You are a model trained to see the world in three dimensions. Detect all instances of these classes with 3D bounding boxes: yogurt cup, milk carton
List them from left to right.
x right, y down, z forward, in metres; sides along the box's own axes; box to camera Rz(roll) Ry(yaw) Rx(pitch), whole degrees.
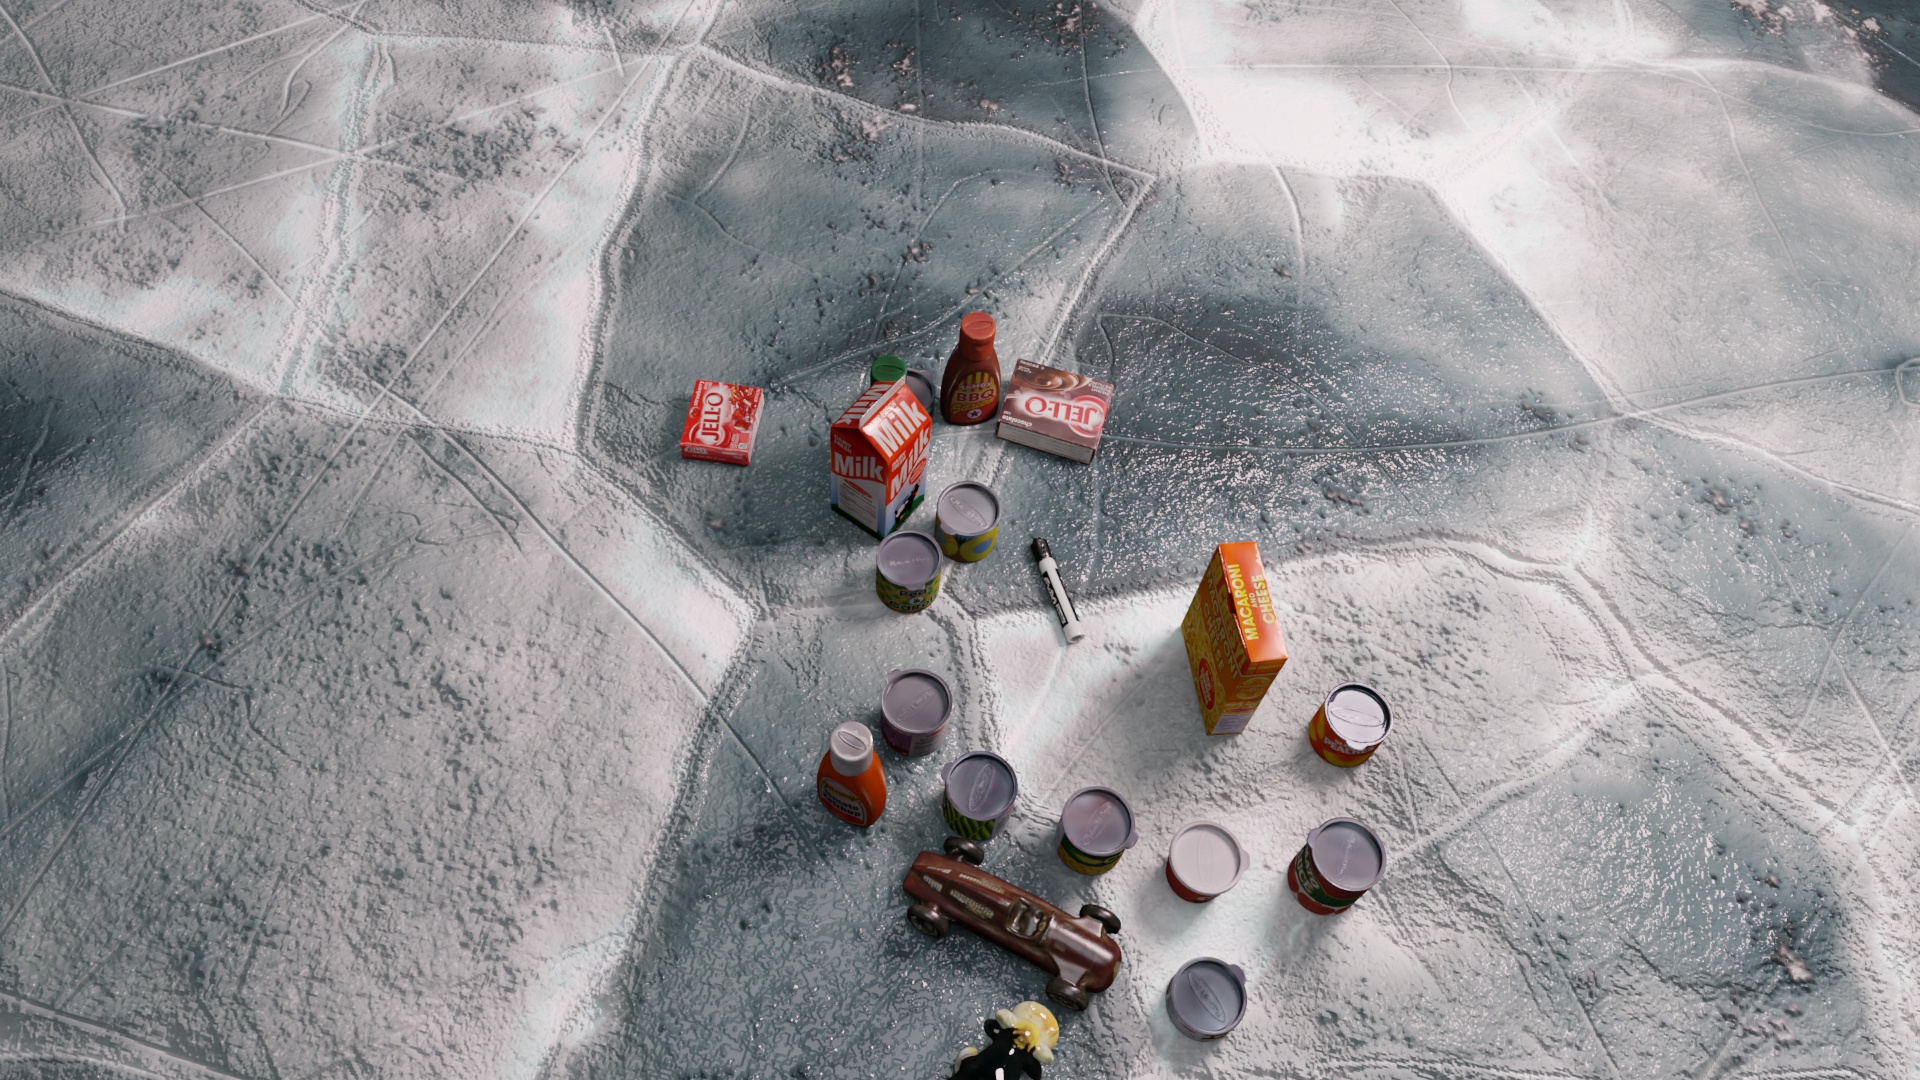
[{"bbox_3d":[-0.080,-0.086,1.379,0.073,0.189,0.072,33,62,15],"label":"milk carton"},{"bbox_3d":[0.217,0.293,1.253,0.072,0.053,0.073,2,59,-3],"label":"yogurt cup"}]

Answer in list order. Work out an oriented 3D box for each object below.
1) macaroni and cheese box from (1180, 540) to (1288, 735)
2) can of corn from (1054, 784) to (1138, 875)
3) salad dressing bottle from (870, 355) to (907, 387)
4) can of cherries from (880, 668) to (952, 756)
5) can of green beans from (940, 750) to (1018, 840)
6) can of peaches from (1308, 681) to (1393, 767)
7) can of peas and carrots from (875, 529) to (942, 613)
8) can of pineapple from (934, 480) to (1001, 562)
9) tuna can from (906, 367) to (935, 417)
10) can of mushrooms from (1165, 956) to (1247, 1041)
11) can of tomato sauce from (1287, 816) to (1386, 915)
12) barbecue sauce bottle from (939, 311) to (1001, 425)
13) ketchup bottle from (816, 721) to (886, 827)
[{"bbox_3d":[0.254,0.095,1.310,0.040,0.165,0.124,-5,60,-7],"label":"macaroni and cheese box"},{"bbox_3d":[0.123,0.265,1.260,0.071,0.058,0.071,2,59,-3],"label":"can of corn"},{"bbox_3d":[-0.076,-0.132,1.432,0.064,0.147,0.044,7,59,0],"label":"salad dressing bottle"},{"bbox_3d":[-0.043,0.161,1.309,0.071,0.058,0.072,2,59,-3],"label":"can of cherries"},{"bbox_3d":[0.017,0.234,1.270,0.071,0.057,0.071,2,59,-3],"label":"can of green beans"},{"bbox_3d":[0.373,0.179,1.331,0.071,0.057,0.071,2,59,-3],"label":"can of peaches"},{"bbox_3d":[-0.051,0.033,1.386,0.071,0.058,0.071,2,59,-3],"label":"can of peas and carrots"},{"bbox_3d":[0.005,-0.018,1.422,0.071,0.057,0.071,2,59,-3],"label":"can of pineapple"},{"bbox_3d":[-0.059,-0.154,1.514,0.071,0.032,0.071,2,59,-3],"label":"tuna can"},{"bbox_3d":[0.214,0.396,1.202,0.071,0.033,0.071,2,59,-3],"label":"can of mushrooms"},{"bbox_3d":[0.334,0.293,1.245,0.071,0.082,0.071,2,59,-3],"label":"can of tomato sauce"},{"bbox_3d":[0.013,-0.181,1.468,0.065,0.147,0.044,-9,60,-10],"label":"barbecue sauce bottle"},{"bbox_3d":[-0.096,0.204,1.226,0.065,0.148,0.044,28,61,12],"label":"ketchup bottle"}]
